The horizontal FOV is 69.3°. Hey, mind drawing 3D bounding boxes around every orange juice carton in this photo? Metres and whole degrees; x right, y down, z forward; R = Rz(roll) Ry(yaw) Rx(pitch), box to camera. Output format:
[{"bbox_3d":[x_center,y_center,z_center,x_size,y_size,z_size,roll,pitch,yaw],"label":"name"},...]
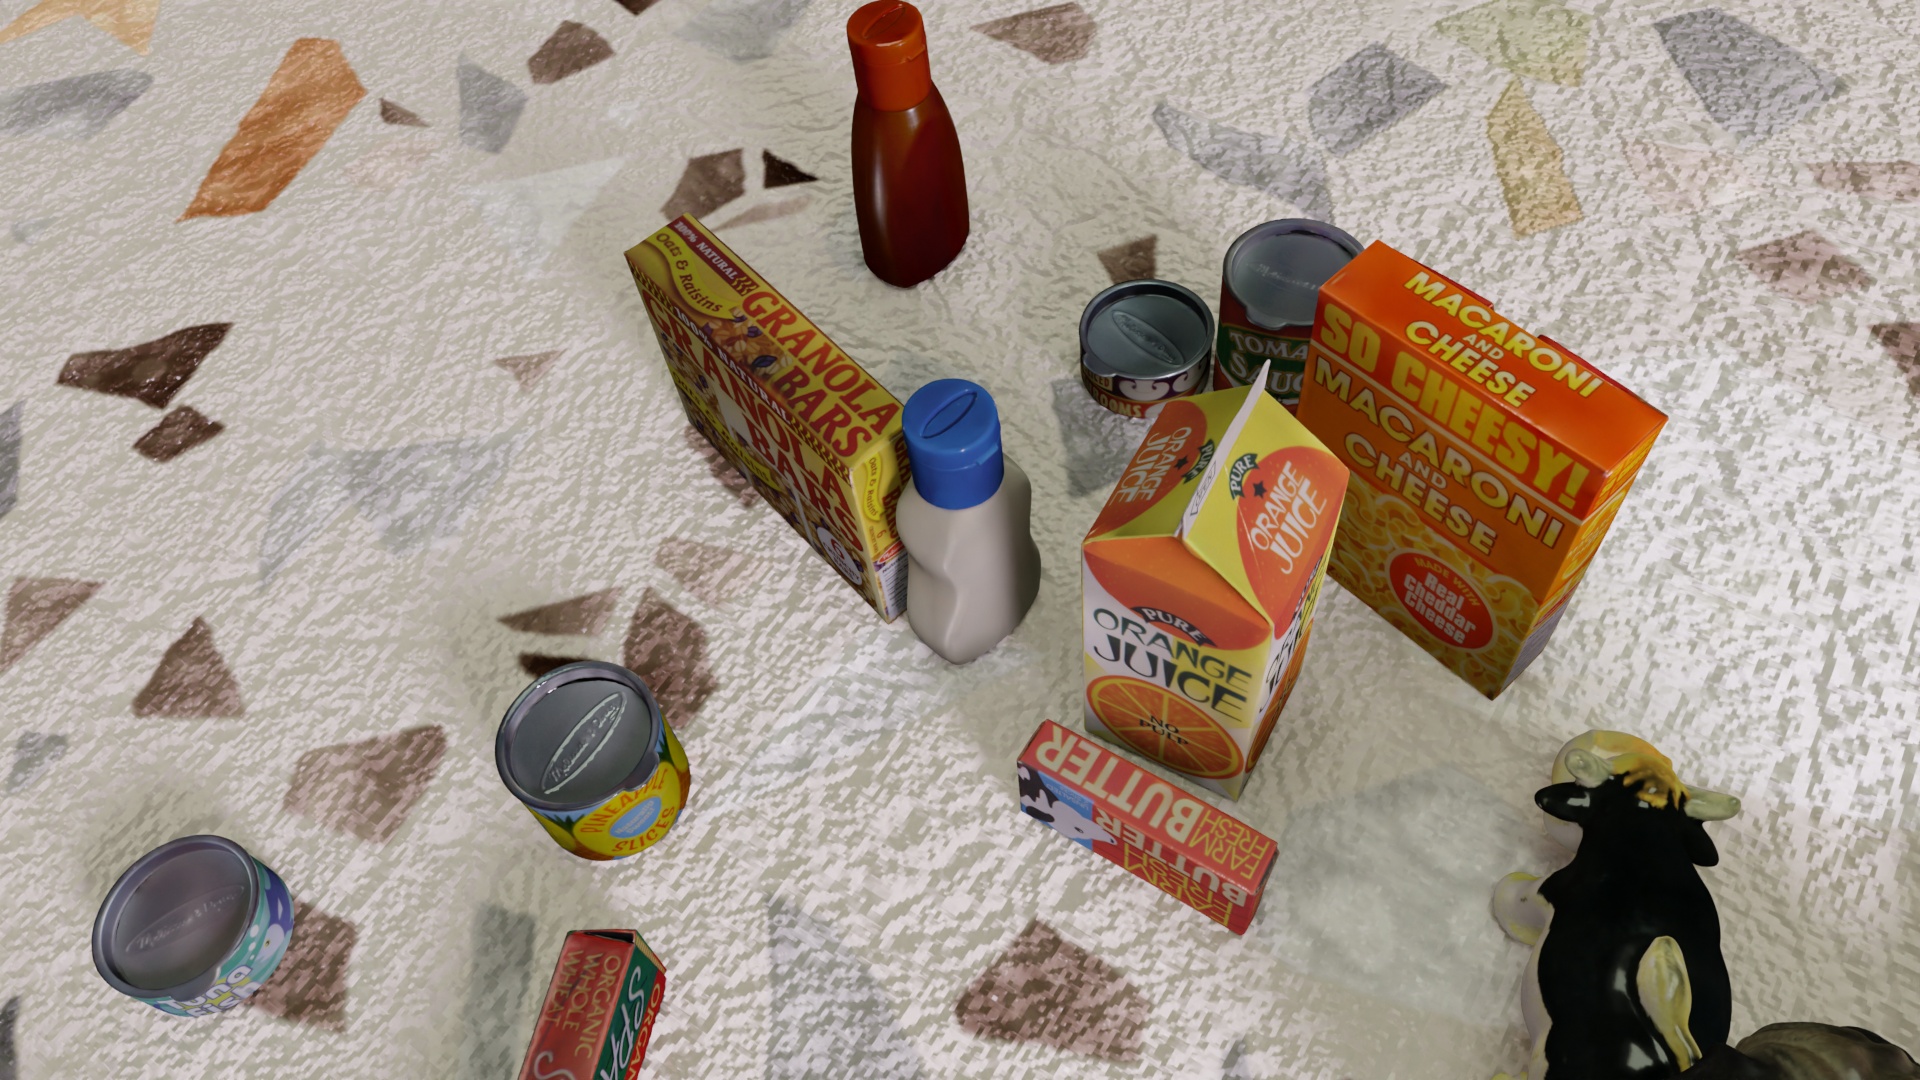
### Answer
[{"bbox_3d":[0.093,0.018,0.520,0.073,0.191,0.072,24,62,19],"label":"orange juice carton"}]

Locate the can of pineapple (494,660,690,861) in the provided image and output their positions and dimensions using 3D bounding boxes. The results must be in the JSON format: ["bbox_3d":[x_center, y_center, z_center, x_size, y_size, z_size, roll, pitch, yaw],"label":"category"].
[{"bbox_3d":[-0.149,0.093,0.574,0.071,0.057,0.071,-3,56,4],"label":"can of pineapple"}]

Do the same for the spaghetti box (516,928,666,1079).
[{"bbox_3d":[-0.153,0.259,0.469,0.029,0.050,0.251,6,57,10],"label":"spaghetti box"}]

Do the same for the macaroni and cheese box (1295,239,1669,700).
[{"bbox_3d":[0.191,-0.024,0.554,0.040,0.165,0.124,-39,61,-18],"label":"macaroni and cheese box"}]

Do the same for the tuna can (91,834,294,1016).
[{"bbox_3d":[-0.308,0.158,0.561,0.071,0.032,0.071,-3,56,4],"label":"tuna can"}]

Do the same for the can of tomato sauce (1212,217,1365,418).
[{"bbox_3d":[0.154,-0.098,0.656,0.071,0.082,0.071,-3,57,4],"label":"can of tomato sauce"}]

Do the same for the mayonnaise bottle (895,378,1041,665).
[{"bbox_3d":[0.002,-0.007,0.572,0.041,0.147,0.065,37,67,25],"label":"mayonnaise bottle"}]

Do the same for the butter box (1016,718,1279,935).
[{"bbox_3d":[0.072,0.112,0.543,0.103,0.053,0.024,26,63,21],"label":"butter box"}]

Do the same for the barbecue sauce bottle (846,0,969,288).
[{"bbox_3d":[-0.029,-0.199,0.702,0.044,0.147,0.065,33,66,24],"label":"barbecue sauce bottle"}]

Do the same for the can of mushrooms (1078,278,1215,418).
[{"bbox_3d":[0.090,-0.094,0.690,0.071,0.033,0.071,-3,56,4],"label":"can of mushrooms"}]

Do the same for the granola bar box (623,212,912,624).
[{"bbox_3d":[-0.076,-0.055,0.625,0.039,0.123,0.166,-37,61,-18],"label":"granola bar box"}]
